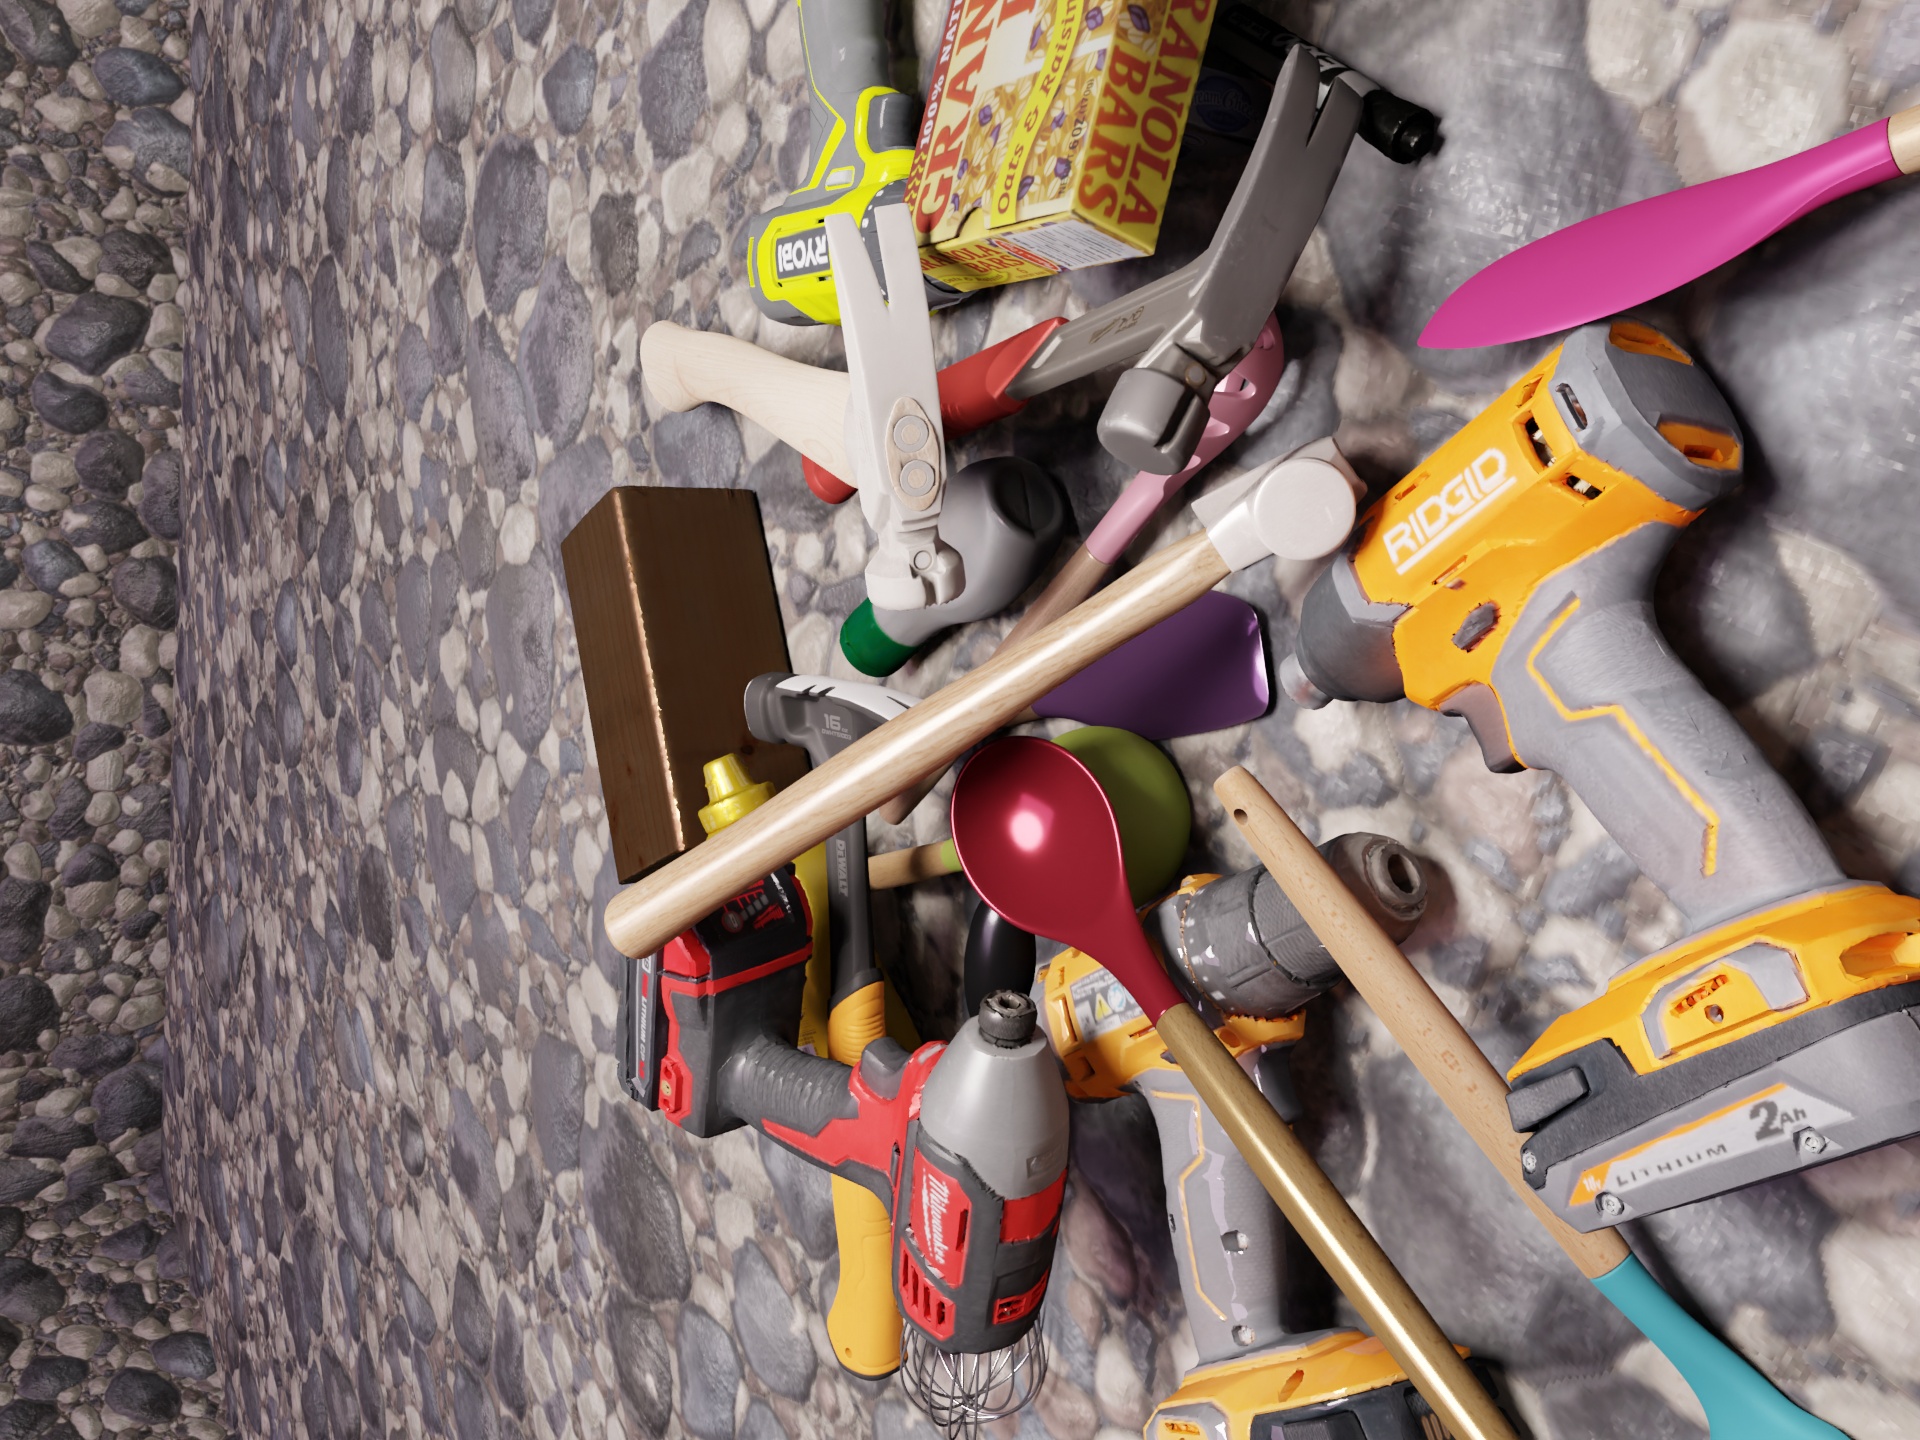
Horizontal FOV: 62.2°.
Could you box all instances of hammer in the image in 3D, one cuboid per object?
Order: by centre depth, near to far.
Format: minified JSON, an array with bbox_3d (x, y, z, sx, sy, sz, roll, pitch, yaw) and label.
[{"bbox_3d":[-0.001,-0.002,0.584,0.331,0.130,0.031,-33,94,19],"label":"hammer"},{"bbox_3d":[0.017,-0.147,0.656,0.359,0.036,0.149,-1,60,64],"label":"hammer"},{"bbox_3d":[-0.041,0.149,0.724,0.127,0.034,0.336,12,109,45],"label":"hammer"},{"bbox_3d":[-0.097,-0.168,0.753,0.411,0.038,0.146,-143,42,-61],"label":"hammer"}]

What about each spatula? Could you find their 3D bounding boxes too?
[{"bbox_3d":[0.171,0.144,0.470,0.318,0.044,0.082,53,138,14],"label":"spatula"},{"bbox_3d":[0.020,-0.008,0.723,0.316,0.018,0.060,-14,83,53],"label":"spatula"}]

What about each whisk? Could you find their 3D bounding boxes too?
[{"bbox_3d":[0.010,0.201,0.700,0.070,0.070,0.284,29,122,49],"label":"whisk"}]

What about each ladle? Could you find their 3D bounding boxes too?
[{"bbox_3d":[0.085,0.117,0.527,0.069,0.031,0.316,-55,47,21],"label":"ladle"},{"bbox_3d":[-0.004,0.065,0.756,0.320,0.062,0.078,-22,80,60],"label":"ladle"}]

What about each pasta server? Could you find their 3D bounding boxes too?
[{"bbox_3d":[0.037,-0.054,0.660,0.316,0.040,0.060,-52,31,38],"label":"pasta server"}]

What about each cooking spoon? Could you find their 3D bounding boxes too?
[{"bbox_3d":[0.248,-0.146,0.372,0.319,0.069,0.017,-11,122,49],"label":"cooking spoon"}]

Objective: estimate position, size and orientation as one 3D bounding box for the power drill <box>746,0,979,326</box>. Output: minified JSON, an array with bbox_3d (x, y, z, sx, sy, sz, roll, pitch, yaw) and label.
[{"bbox_3d":[-0.032,-0.296,0.721,0.191,0.080,0.228,14,107,54],"label":"power drill"}]

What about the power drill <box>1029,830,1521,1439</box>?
[{"bbox_3d":[0.116,0.161,0.560,0.185,0.084,0.226,-40,57,47],"label":"power drill"}]

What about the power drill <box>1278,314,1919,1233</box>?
[{"bbox_3d":[0.177,0.021,0.459,0.164,0.084,0.227,-44,54,47],"label":"power drill"}]

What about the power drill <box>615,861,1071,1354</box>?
[{"bbox_3d":[-0.047,0.140,0.647,0.220,0.078,0.143,25,118,39],"label":"power drill"}]
